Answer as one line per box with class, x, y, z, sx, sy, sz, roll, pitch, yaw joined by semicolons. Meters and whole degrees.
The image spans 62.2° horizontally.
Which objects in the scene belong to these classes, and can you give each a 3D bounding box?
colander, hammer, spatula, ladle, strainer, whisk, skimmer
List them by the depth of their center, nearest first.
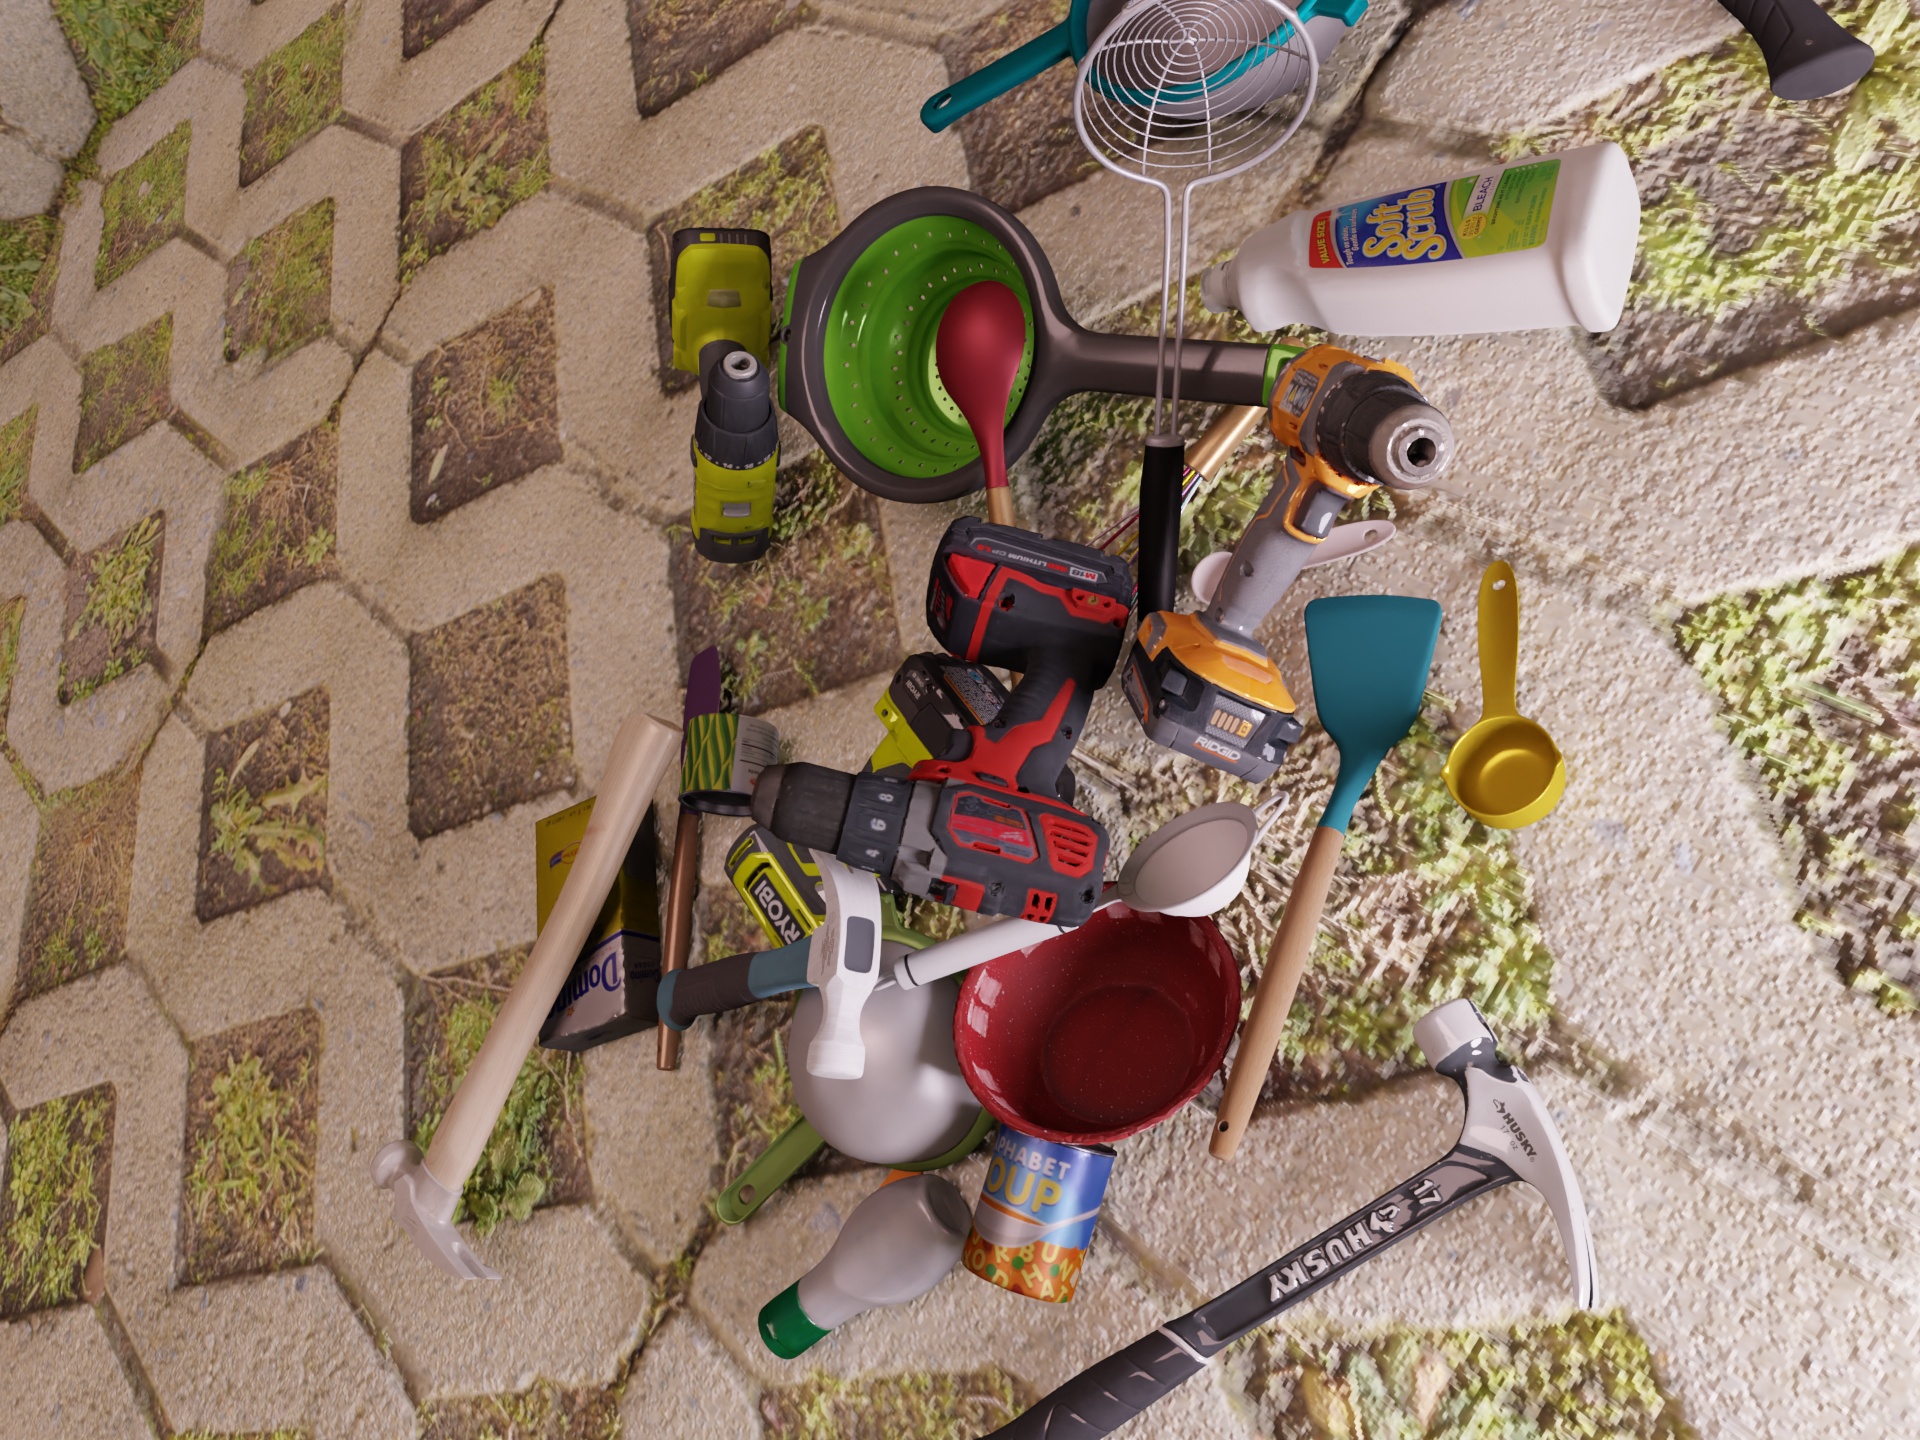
hammer;0.134;0.316;0.816;0.409;0.036;0.149;-40;55;19
spatula;0.182;0.076;0.839;0.082;0.044;0.318;4;61;40
strainer;0.066;0.105;0.875;0.258;0.050;0.087;-22;23;14
skimmer;0.121;-0.210;0.882;0.090;0.127;0.363;-99;9;-68
hammer;0.411;-0.469;0.906;0.146;0.035;0.335;-35;56;23
strainer;-0.086;0.235;0.954;0.151;0.069;0.256;50;115;16
hammer;-0.126;0.158;0.969;0.331;0.033;0.128;-27;52;60
whisk;0.132;-0.137;0.985;0.245;0.047;0.051;-51;48;6
ladle;0.026;-0.120;0.997;0.069;0.031;0.315;-7;92;38
colander;0.063;-0.232;1.036;0.397;0.094;0.204;13;101;31
strainer;0.131;-0.457;1.075;0.340;0.095;0.211;-15;62;34
hammer;-0.292;0.188;1.127;0.146;0.038;0.410;30;95;40
spatula;-0.199;0.094;1.159;0.060;0.018;0.316;-22;59;51

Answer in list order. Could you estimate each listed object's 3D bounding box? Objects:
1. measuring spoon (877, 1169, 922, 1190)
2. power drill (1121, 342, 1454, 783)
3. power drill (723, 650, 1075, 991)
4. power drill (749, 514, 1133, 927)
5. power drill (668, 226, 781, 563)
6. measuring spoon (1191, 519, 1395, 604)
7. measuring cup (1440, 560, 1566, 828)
measuring spoon;-0.038;0.281;0.972;0.021;0.011;0.117;40;98;39
power drill;0.174;-0.083;0.836;0.185;0.084;0.226;-101;35;-71
power drill;-0.038;0.083;0.994;0.223;0.080;0.171;-50;62;23
power drill;-0.001;-0.003;0.876;0.188;0.080;0.227;14;54;-1
power drill;-0.172;-0.257;1.182;0.080;0.190;0.229;-2;58;-11
measuring spoon;0.197;-0.094;0.940;0.124;0.018;0.034;-15;64;25
measuring cup;0.288;-0.014;0.838;0.062;0.029;0.157;-11;55;34
